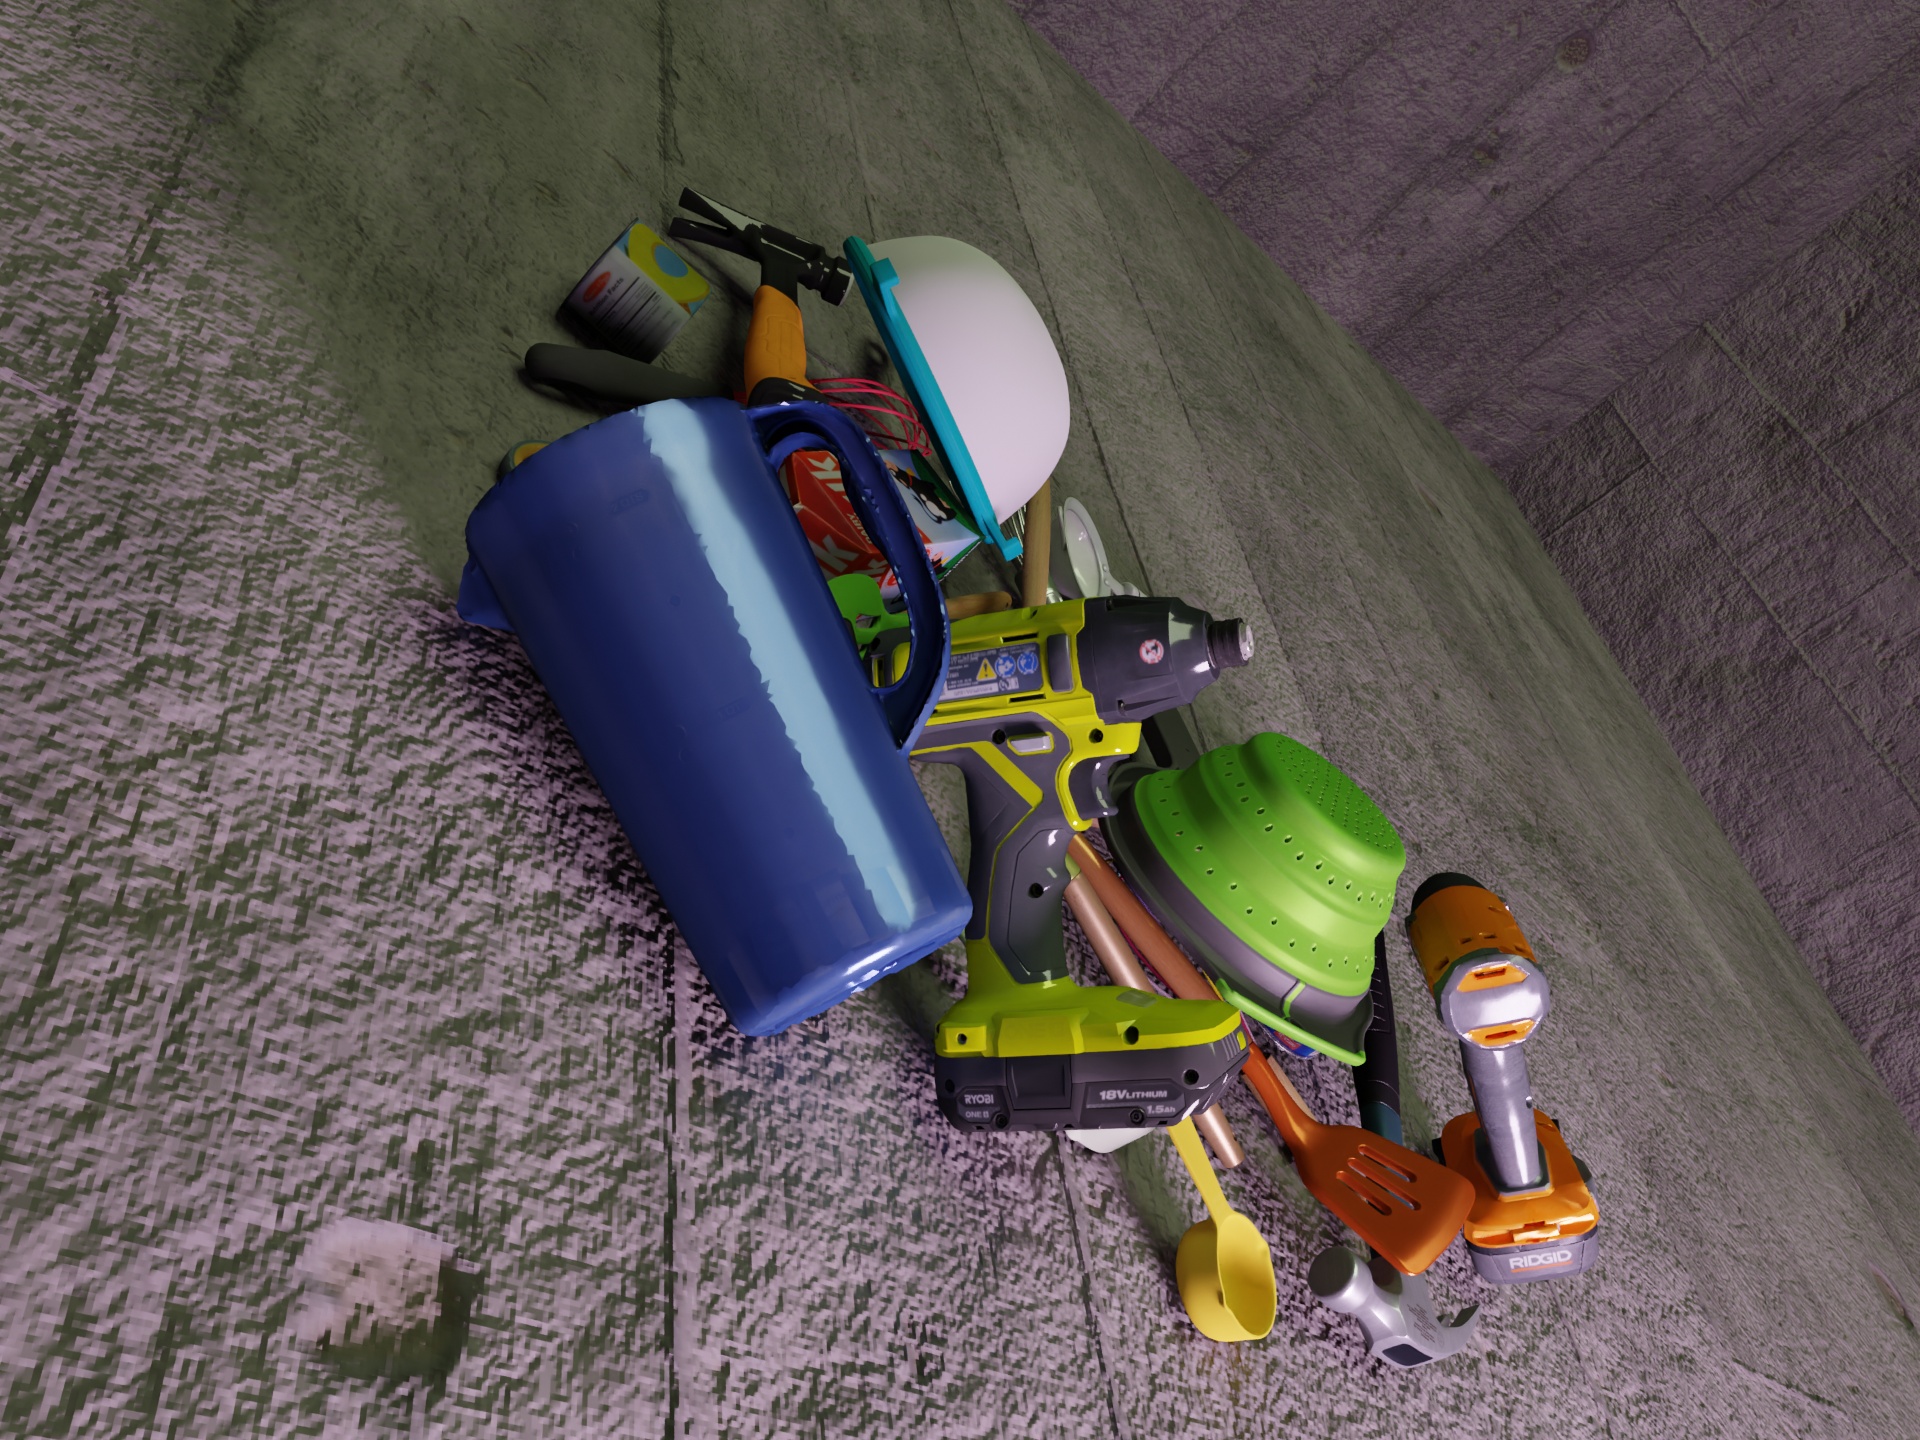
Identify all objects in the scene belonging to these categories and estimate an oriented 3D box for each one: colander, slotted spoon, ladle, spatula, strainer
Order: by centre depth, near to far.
[{"bbox_3d":[0.079,0.097,0.817,0.320,0.062,0.078,60,16,-12],"label":"ladle"},{"bbox_3d":[0.141,0.153,0.856,0.081,0.041,0.323,-29,75,-43],"label":"spatula"},{"bbox_3d":[-0.023,-0.060,0.942,0.031,0.070,0.314,28,17,14],"label":"slotted spoon"},{"bbox_3d":[0.173,0.031,0.978,0.204,0.094,0.398,29,23,-24],"label":"colander"},{"bbox_3d":[0.003,-0.250,1.069,0.341,0.095,0.210,-108,172,-66],"label":"strainer"},{"bbox_3d":[0.052,-0.150,1.085,0.316,0.031,0.069,-85,152,-53],"label":"ladle"},{"bbox_3d":[0.121,-0.097,1.213,0.258,0.050,0.087,30,50,-50],"label":"strainer"}]

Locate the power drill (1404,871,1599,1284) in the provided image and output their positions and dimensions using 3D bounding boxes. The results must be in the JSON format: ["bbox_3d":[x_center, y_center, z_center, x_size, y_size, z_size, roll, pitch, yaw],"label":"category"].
[{"bbox_3d":[0.325,0.208,0.982,0.164,0.084,0.226,-75,151,-70],"label":"power drill"}]

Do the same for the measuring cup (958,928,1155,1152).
[{"bbox_3d":[0.048,0.136,0.774,0.167,0.038,0.083,54,26,-17],"label":"measuring cup"}]

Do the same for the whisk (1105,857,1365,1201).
[{"bbox_3d":[0.156,0.179,0.918,0.245,0.047,0.051,55,38,1],"label":"whisk"}]

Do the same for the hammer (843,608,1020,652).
[{"bbox_3d":[-0.001,-0.003,0.882,0.359,0.037,0.149,-32,111,-70],"label":"hammer"}]

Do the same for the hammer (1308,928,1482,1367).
[{"bbox_3d":[0.246,0.222,0.940,0.128,0.033,0.331,43,33,-24],"label":"hammer"}]

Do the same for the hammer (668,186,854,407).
[{"bbox_3d":[-0.117,-0.244,0.951,0.127,0.034,0.337,19,26,-18],"label":"hammer"}]

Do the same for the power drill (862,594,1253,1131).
[{"bbox_3d":[0.052,0.059,0.696,0.080,0.171,0.223,1,82,-68],"label":"power drill"}]

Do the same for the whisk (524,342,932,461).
[{"bbox_3d":[-0.124,-0.182,0.930,0.295,0.073,0.073,4,52,-48],"label":"whisk"}]

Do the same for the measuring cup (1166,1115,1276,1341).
[{"bbox_3d":[0.105,0.220,0.757,0.062,0.029,0.156,-19,84,-60],"label":"measuring cup"}]

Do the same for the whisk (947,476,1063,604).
[{"bbox_3d":[0.047,-0.111,1.117,0.057,0.059,0.246,-10,65,-31],"label":"whisk"}]

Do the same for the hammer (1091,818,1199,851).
[{"bbox_3d":[0.172,0.076,1.083,0.331,0.031,0.130,18,41,-47],"label":"hammer"}]
